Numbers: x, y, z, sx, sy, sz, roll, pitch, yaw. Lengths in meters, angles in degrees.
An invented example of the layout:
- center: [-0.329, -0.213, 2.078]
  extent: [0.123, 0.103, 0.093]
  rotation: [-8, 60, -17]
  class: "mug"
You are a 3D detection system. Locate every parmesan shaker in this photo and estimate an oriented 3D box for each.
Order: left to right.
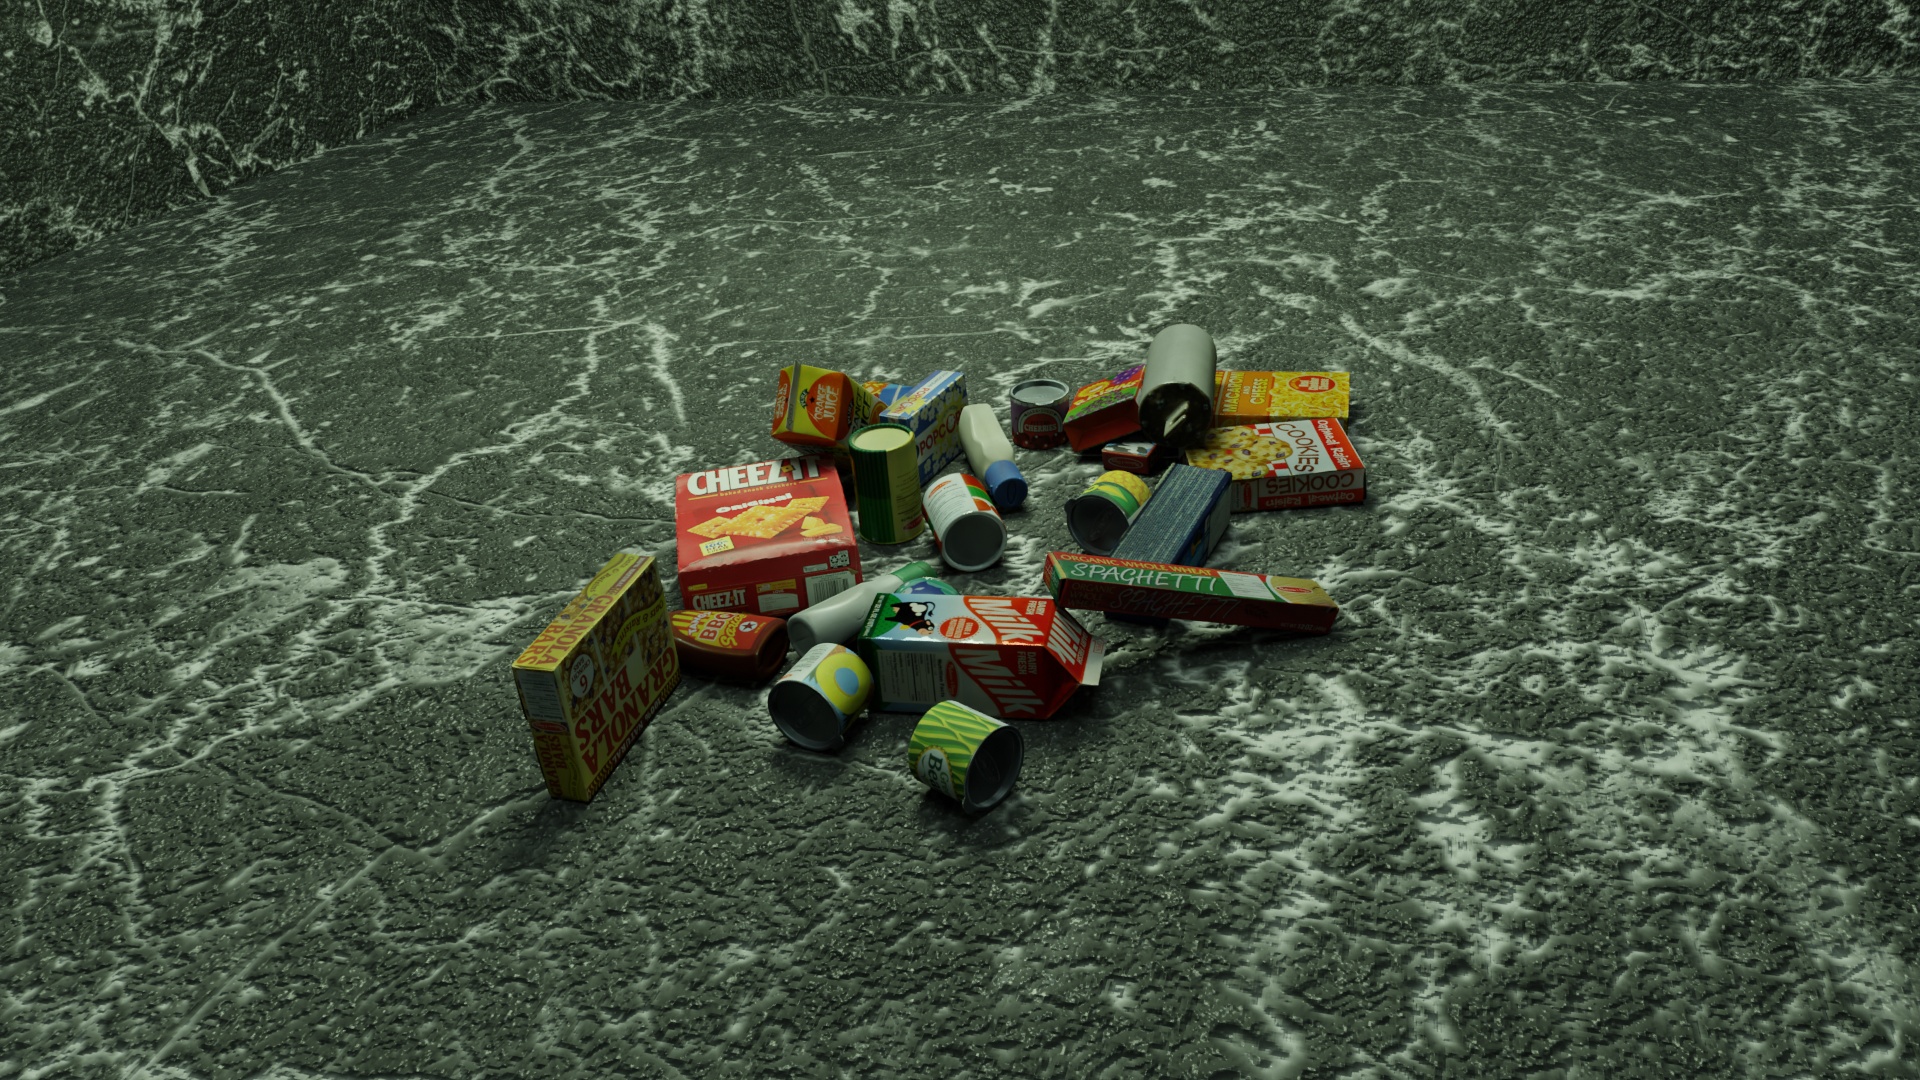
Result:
- center: [-0.072, -0.058, 1.374]
  extent: [0.071, 0.102, 0.071]
  rotation: [-4, 29, 2]
  class: "parmesan shaker"

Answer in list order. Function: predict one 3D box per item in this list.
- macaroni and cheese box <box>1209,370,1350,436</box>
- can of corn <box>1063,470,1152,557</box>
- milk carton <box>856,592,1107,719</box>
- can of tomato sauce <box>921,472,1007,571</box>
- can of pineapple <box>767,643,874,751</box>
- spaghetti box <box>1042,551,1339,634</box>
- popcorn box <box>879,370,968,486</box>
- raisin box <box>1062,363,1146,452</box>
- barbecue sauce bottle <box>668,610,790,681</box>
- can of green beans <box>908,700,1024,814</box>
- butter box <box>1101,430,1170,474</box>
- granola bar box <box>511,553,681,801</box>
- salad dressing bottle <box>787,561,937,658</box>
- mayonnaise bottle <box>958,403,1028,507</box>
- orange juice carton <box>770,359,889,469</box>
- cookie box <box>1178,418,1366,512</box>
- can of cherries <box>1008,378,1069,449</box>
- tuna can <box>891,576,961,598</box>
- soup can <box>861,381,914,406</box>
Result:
- center: [0.342, -0.147, 1.531]
  extent: [0.166, 0.040, 0.124]
  rotation: [3, 30, 14]
  class: "macaroni and cheese box"
- center: [0.141, -0.027, 1.320]
  extent: [0.071, 0.070, 0.058]
  rotation: [13, 33, 29]
  class: "can of corn"
- center: [0.020, 0.093, 1.121]
  extent: [0.190, 0.073, 0.073]
  rotation: [2, 29, 12]
  class: "milk carton"
- center: [0.005, -0.017, 1.329]
  extent: [0.071, 0.070, 0.083]
  rotation: [-11, 30, -10]
  class: "can of tomato sauce"
- center: [-0.108, 0.124, 1.096]
  extent: [0.071, 0.070, 0.058]
  rotation: [10, 32, 25]
  class: "can of pineapple"
- center: [0.191, 0.043, 1.155]
  extent: [0.250, 0.028, 0.050]
  rotation: [6, 25, -16]
  class: "spaghetti box"
- center: [-0.036, -0.121, 1.498]
  extent: [0.038, 0.084, 0.127]
  rotation: [10, 33, 28]
  class: "popcorn box"
- center: [0.166, -0.146, 1.521]
  extent: [0.086, 0.040, 0.124]
  rotation: [-20, 18, 21]
  class: "raisin box"
- center: [-0.226, 0.086, 1.203]
  extent: [0.148, 0.043, 0.065]
  rotation: [7, 31, 21]
  class: "barbecue sauce bottle"
- center: [0.004, 0.157, 1.017]
  extent: [0.058, 0.071, 0.071]
  rotation: [19, 37, 37]
  class: "can of green beans"
- center: [0.196, -0.106, 1.497]
  extent: [0.053, 0.024, 0.104]
  rotation: [10, 32, 27]
  class: "butter box"
- center: [-0.282, 0.104, 1.097]
  extent: [0.039, 0.123, 0.166]
  rotation: [3, 30, 16]
  class: "granola bar box"
- center: [-0.082, 0.059, 1.222]
  extent: [0.148, 0.044, 0.064]
  rotation: [-26, 1, -40]
  class: "salad dressing bottle"
- center: [0.034, -0.086, 1.452]
  extent: [0.041, 0.064, 0.149]
  rotation: [-7, 33, -12]
  class: "mayonnaise bottle"
- center: [-0.137, -0.127, 1.435]
  extent: [0.073, 0.072, 0.192]
  rotation: [5, -8, 18]
  class: "orange juice carton"
- center: [0.313, -0.076, 1.410]
  extent: [0.167, 0.040, 0.123]
  rotation: [-5, 29, 3]
  class: "cookie box"
- center: [0.088, -0.139, 1.539]
  extent: [0.071, 0.058, 0.072]
  rotation: [-3, 29, 2]
  class: "can of cherries"
- center: [-0.032, 0.067, 1.182]
  extent: [0.071, 0.070, 0.033]
  rotation: [-1, 30, 7]
  class: "tuna can"
- center: [-0.069, -0.144, 1.563]
  extent: [0.084, 0.071, 0.072]
  rotation: [11, 33, 28]
  class: "soup can"
